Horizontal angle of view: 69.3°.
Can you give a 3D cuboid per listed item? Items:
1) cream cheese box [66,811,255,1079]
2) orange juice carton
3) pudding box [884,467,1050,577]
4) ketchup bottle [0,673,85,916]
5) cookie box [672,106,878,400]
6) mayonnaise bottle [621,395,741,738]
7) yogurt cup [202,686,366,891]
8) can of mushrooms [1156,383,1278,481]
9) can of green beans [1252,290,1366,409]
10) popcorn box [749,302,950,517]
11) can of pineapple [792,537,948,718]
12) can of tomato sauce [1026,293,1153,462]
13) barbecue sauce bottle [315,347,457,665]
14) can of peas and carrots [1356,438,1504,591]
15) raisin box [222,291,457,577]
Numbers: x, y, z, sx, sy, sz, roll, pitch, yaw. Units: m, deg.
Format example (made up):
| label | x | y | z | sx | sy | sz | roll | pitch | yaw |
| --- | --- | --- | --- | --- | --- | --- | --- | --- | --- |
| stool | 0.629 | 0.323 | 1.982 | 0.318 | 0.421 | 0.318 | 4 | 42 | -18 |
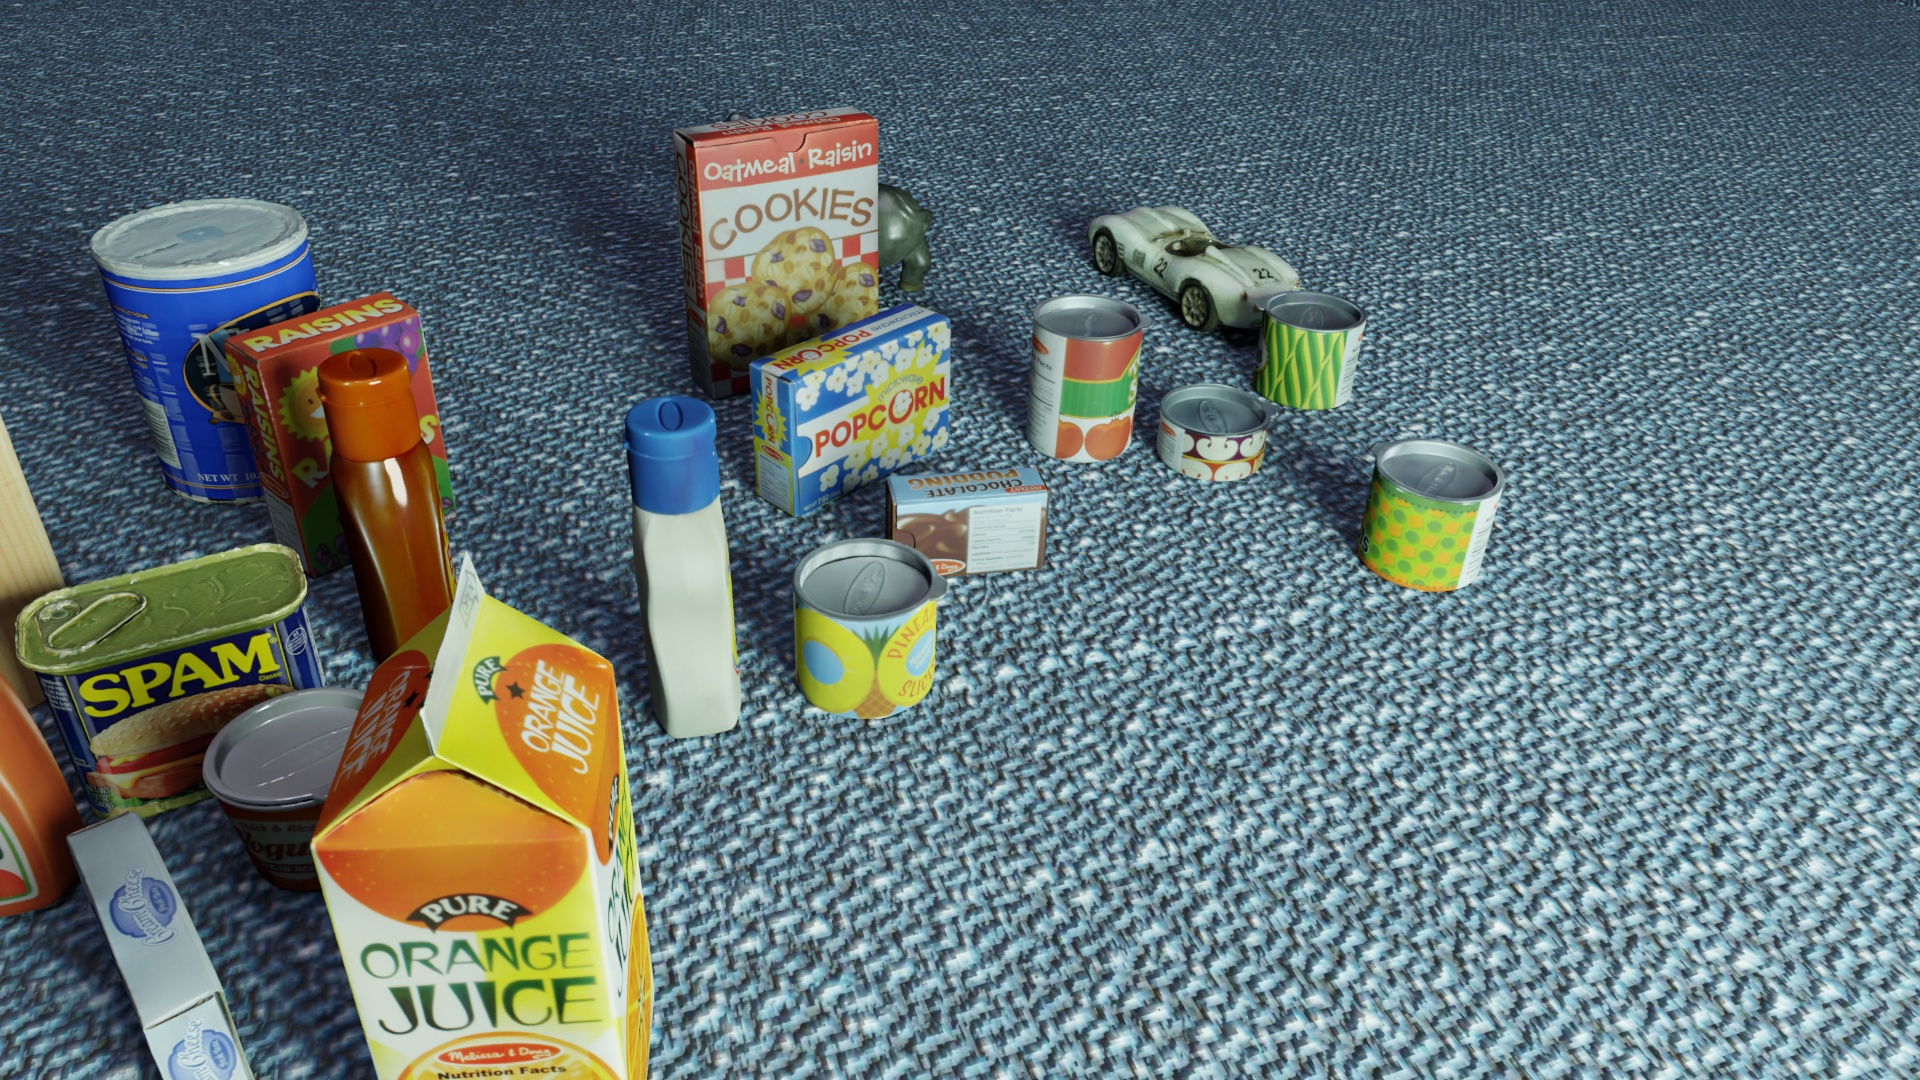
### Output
| label | x | y | z | sx | sy | sz | roll | pitch | yaw |
| --- | --- | --- | --- | --- | --- | --- | --- | --- | --- |
| cream cheese box | -0.271 | 0.143 | 0.470 | 0.024 | 0.053 | 0.104 | -23 | 40 | -34 |
| orange juice carton | -0.137 | 0.102 | 0.414 | 0.073 | 0.191 | 0.072 | -2 | 33 | -7 |
| pudding box | 0.003 | -0.009 | 0.729 | 0.084 | 0.049 | 0.030 | -5 | 33 | -11 |
| ketchup bottle | -0.365 | 0.068 | 0.493 | 0.065 | 0.148 | 0.044 | 1 | 32 | -3 |
| cookie box | -0.113 | -0.183 | 0.884 | 0.123 | 0.166 | 0.040 | -17 | 37 | -28 |
| mayonnaise bottle | -0.119 | 0.011 | 0.598 | 0.041 | 0.147 | 0.065 | -7 | 33 | -14 |
| yogurt cup | -0.251 | 0.098 | 0.541 | 0.072 | 0.053 | 0.073 | 2 | 33 | -1 |
| can of mushrooms | 0.155 | -0.066 | 0.842 | 0.071 | 0.033 | 0.071 | 2 | 33 | -1 |
| can of green beans | 0.230 | -0.126 | 0.919 | 0.071 | 0.057 | 0.071 | 2 | 33 | -1 |
| popcorn box | -0.060 | -0.077 | 0.798 | 0.038 | 0.084 | 0.127 | 27 | 40 | 34 |
| can of pineapple | -0.042 | 0.041 | 0.640 | 0.071 | 0.057 | 0.071 | 2 | 33 | -1 |
| can of tomato sauce | 0.077 | -0.098 | 0.842 | 0.071 | 0.082 | 0.071 | 2 | 32 | -1 |
| barbecue sauce bottle | -0.256 | -0.012 | 0.626 | 0.044 | 0.147 | 0.065 | -17 | 37 | -27 |
| can of peas and carrots | 0.248 | -0.015 | 0.745 | 0.071 | 0.058 | 0.071 | 2 | 33 | -1 |
| raisin box | -0.314 | -0.055 | 0.712 | 0.040 | 0.122 | 0.086 | 28 | 40 | 34 |
